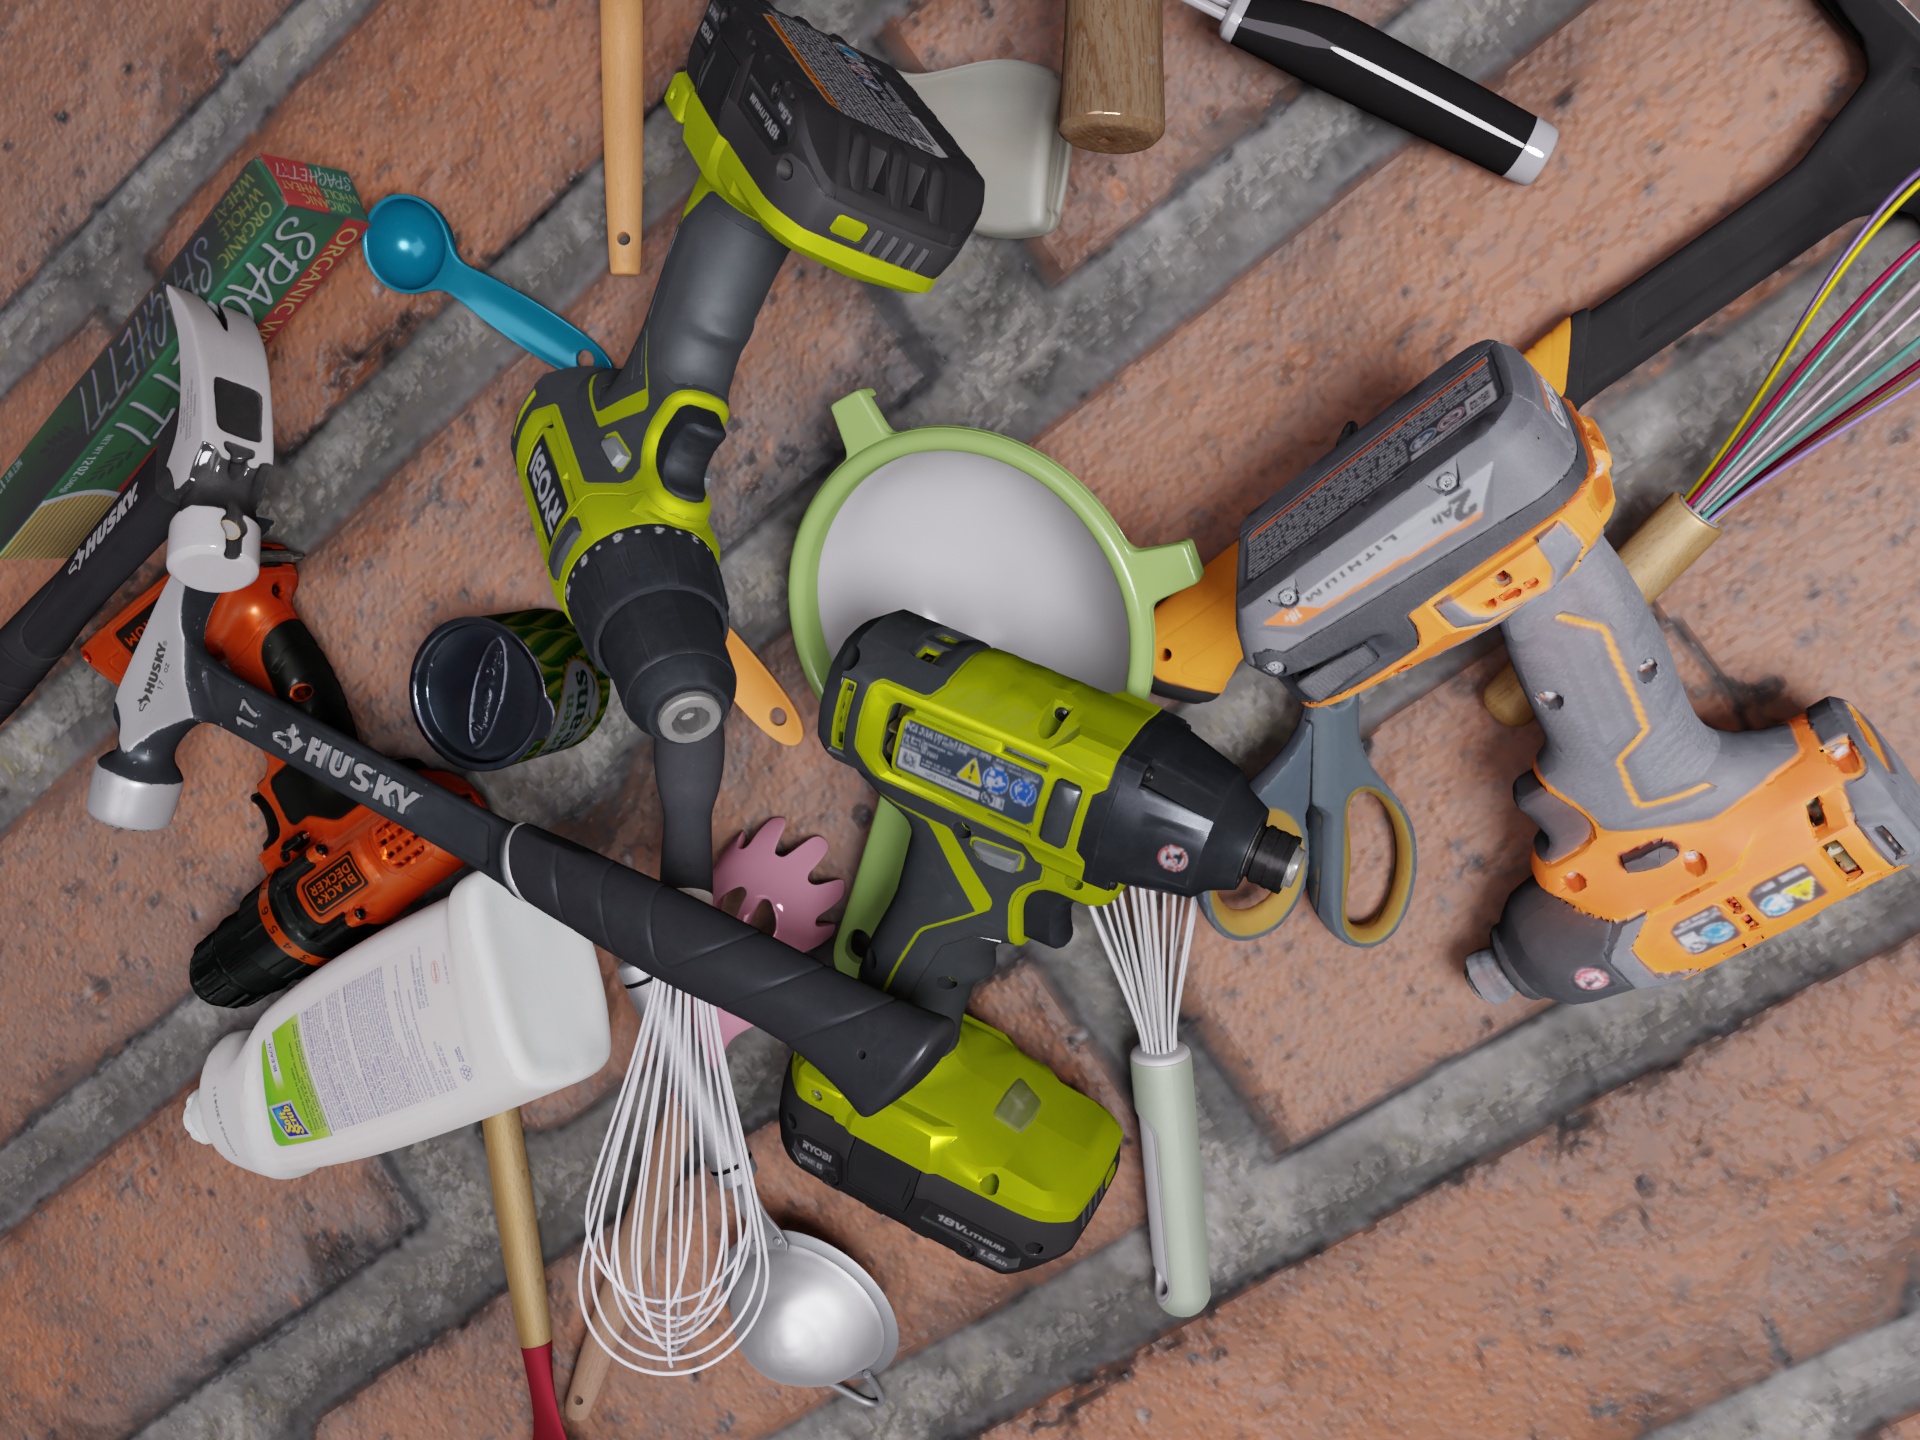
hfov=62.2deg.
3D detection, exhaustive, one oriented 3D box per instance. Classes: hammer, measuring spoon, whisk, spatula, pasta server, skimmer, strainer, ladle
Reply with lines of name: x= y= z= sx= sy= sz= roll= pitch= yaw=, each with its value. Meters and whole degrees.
hammer: x=0.195 y=-0.120 z=0.574 sx=0.337 sy=0.034 sz=0.127 roll=-36 pitch=87 yaw=18
measuring spoon: x=-0.203 y=-0.186 z=0.700 sx=0.128 sy=0.021 sz=0.042 roll=33 pitch=110 yaw=1
whisk: x=-0.110 y=0.108 z=0.636 sx=0.070 sy=0.070 sz=0.285 roll=-11 pitch=64 yaw=18
hammer: x=-0.399 y=-0.056 z=0.709 sx=0.335 sy=0.035 sz=0.146 roll=-30 pitch=58 yaw=34
spatula: x=-0.139 y=-0.347 z=0.641 sx=0.081 sy=0.041 sz=0.322 roll=0 pitch=100 yaw=-8
measuring spoon: x=-0.106 y=-0.036 z=0.693 sx=0.021 sy=0.011 sz=0.117 roll=-40 pitch=89 yaw=17
pasta server: x=-0.129 y=0.191 z=0.724 sx=0.060 sy=0.040 sz=0.316 roll=25 pitch=108 yaw=12
skimmer: x=0.036 y=-0.263 z=0.587 sx=0.363 sy=0.127 sz=0.090 roll=25 pitch=146 yaw=-1
hammer: x=-0.182 y=0.043 z=0.622 sx=0.409 sy=0.036 sz=0.149 roll=23 pitch=98 yaw=22
whisk: x=0.079 y=0.127 z=0.640 sx=0.059 sy=0.058 sz=0.246 roll=-9 pitch=101 yaw=-12
strainer: x=-0.096 y=0.201 z=0.683 sx=0.087 sy=0.050 sz=0.258 roll=-18 pitch=100 yaw=29
hammer: x=0.051 y=-0.356 z=0.532 sx=0.130 sy=0.031 sz=0.331 roll=2 pitch=87 yaw=-5
strainer: x=-0.001 y=-0.002 z=0.645 sx=0.151 sy=0.069 sz=0.256 roll=28 pitch=122 yaw=15
whisk: x=0.266 y=-0.084 z=0.532 sx=0.047 sy=0.051 sz=0.245 roll=24 pitch=123 yaw=-20
ladle: x=-0.204 y=0.266 z=0.745 sx=0.069 sy=0.031 sz=0.315 roll=-10 pitch=88 yaw=42

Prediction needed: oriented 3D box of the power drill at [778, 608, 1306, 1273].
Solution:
power drill: x=0.019 y=0.088 z=0.589 sx=0.171 sy=0.080 sz=0.223 roll=23 pitch=121 yaw=17

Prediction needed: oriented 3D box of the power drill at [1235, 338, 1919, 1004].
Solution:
power drill: x=0.194 y=0.004 z=0.537 sx=0.226 sy=0.084 sz=0.164 roll=43 pitch=121 yaw=-17

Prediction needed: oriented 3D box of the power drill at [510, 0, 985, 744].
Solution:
power drill: x=-0.088 y=-0.122 z=0.578 sx=0.228 sy=0.080 sz=0.191 roll=-56 pitch=42 yaw=28
